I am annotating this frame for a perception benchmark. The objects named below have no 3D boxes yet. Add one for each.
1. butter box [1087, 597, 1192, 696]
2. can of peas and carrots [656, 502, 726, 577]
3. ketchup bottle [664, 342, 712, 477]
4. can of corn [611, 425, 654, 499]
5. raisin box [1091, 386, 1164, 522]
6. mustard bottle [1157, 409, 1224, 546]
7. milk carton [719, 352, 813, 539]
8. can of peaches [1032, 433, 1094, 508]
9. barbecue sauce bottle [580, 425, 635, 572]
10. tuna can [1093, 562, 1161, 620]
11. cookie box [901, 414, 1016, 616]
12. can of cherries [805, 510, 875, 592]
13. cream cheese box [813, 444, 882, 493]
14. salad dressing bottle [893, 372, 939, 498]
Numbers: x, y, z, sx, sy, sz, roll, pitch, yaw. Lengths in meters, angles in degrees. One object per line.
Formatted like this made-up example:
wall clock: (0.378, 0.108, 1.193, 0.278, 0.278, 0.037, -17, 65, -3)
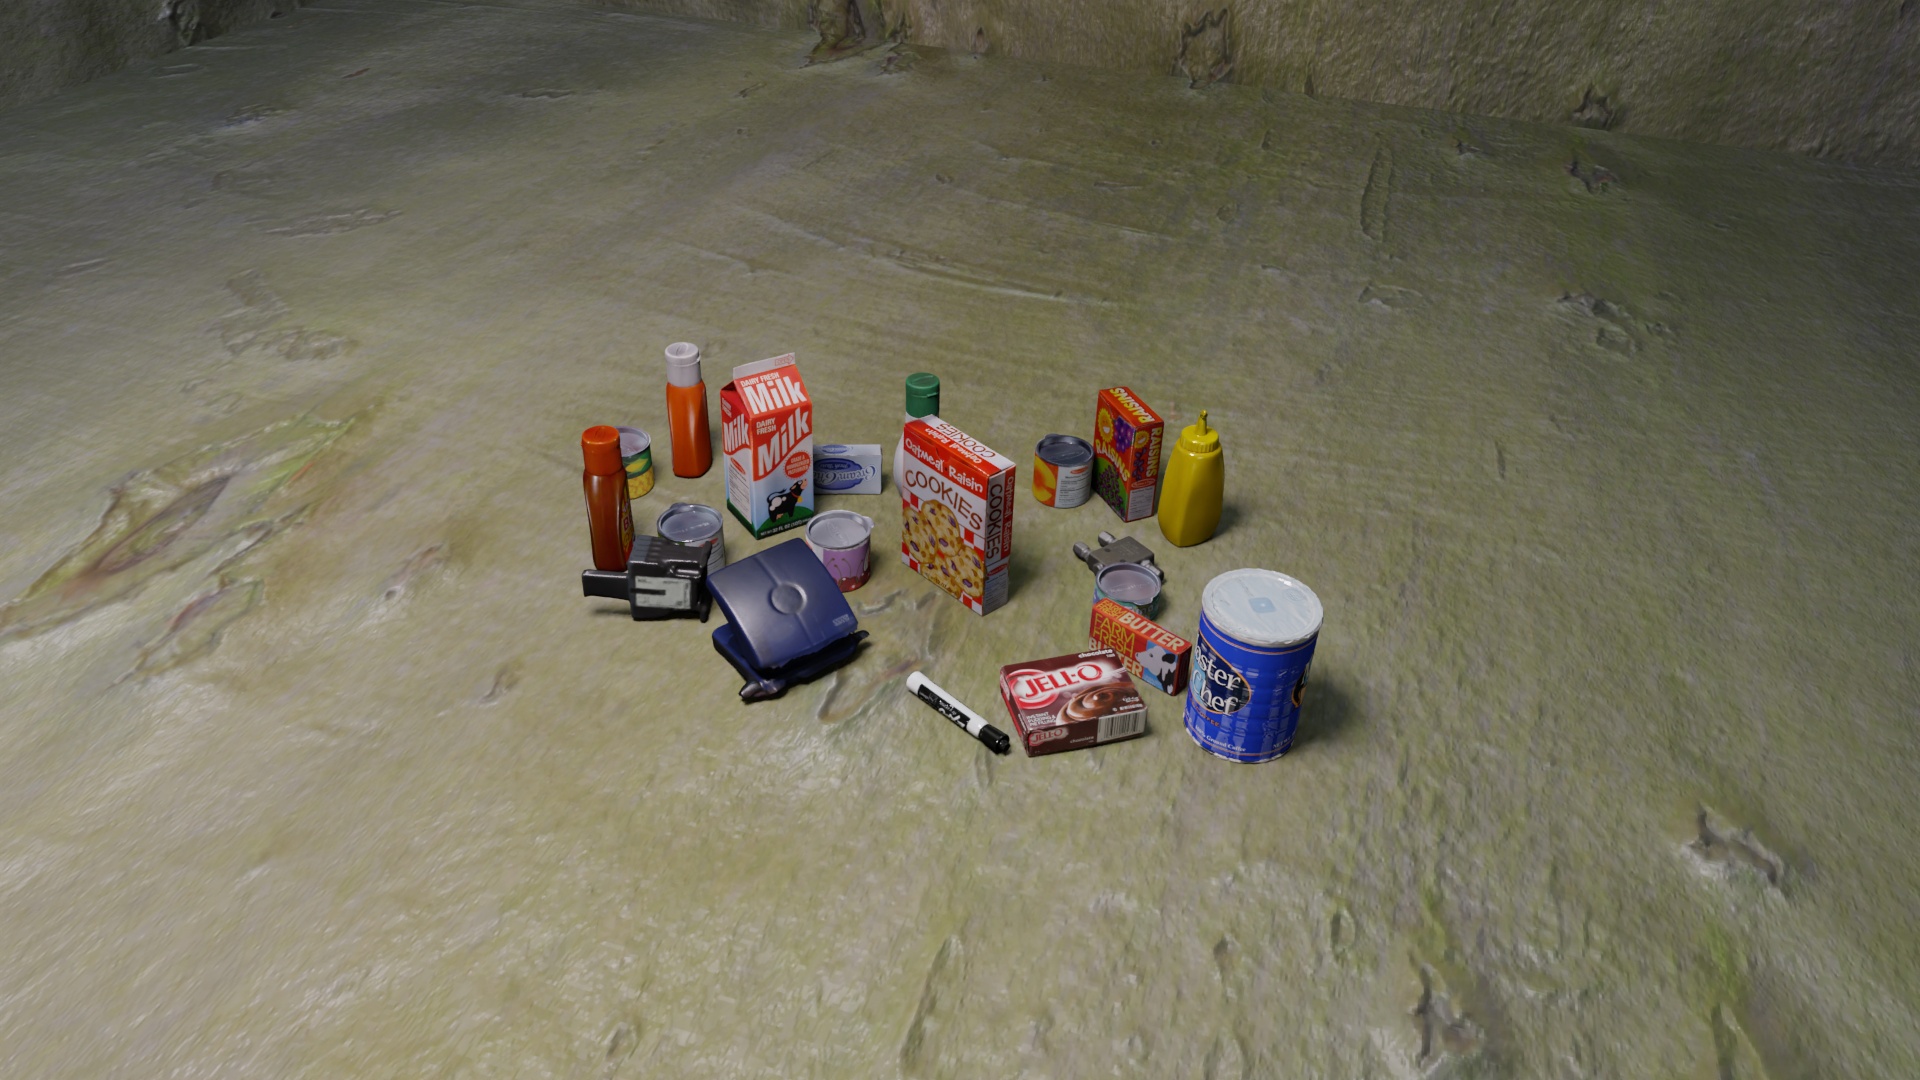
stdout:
butter box: (0.167, 0.099, 1.306, 0.103, 0.052, 0.024, 29, 43, 33)
can of peas and carrots: (-0.274, 0.003, 1.410, 0.071, 0.058, 0.071, 2, 35, -1)
ketchup bottle: (-0.303, -0.147, 1.545, 0.043, 0.148, 0.065, 3, 35, 1)
can of corn: (-0.374, -0.084, 1.529, 0.071, 0.058, 0.071, 2, 35, -1)
raisin box: (0.180, -0.095, 1.524, 0.040, 0.122, 0.086, -12, 37, -20)
mustard bottle: (0.247, -0.071, 1.461, 0.065, 0.159, 0.049, -17, 39, -25)
milk carton: (-0.202, -0.105, 1.455, 0.072, 0.189, 0.073, -20, 40, -29)
can of peaches: (0.114, -0.078, 1.552, 0.071, 0.057, 0.071, 2, 35, -1)
barbecue sauce bottle: (-0.354, -0.043, 1.394, 0.044, 0.147, 0.065, 0, 35, -4)
tuna can: (0.167, 0.055, 1.387, 0.071, 0.032, 0.071, 2, 35, -1)
cookie box: (-0.005, -0.025, 1.374, 0.040, 0.166, 0.123, -26, 44, -35)
can of cherries: (-0.121, 0.011, 1.409, 0.071, 0.058, 0.072, 2, 35, -1)
cream cheese box: (-0.138, -0.079, 1.541, 0.104, 0.053, 0.024, 0, 35, -4)
salad dressing bottle: (-0.042, -0.110, 1.510, 0.064, 0.146, 0.044, -19, 40, -28)
